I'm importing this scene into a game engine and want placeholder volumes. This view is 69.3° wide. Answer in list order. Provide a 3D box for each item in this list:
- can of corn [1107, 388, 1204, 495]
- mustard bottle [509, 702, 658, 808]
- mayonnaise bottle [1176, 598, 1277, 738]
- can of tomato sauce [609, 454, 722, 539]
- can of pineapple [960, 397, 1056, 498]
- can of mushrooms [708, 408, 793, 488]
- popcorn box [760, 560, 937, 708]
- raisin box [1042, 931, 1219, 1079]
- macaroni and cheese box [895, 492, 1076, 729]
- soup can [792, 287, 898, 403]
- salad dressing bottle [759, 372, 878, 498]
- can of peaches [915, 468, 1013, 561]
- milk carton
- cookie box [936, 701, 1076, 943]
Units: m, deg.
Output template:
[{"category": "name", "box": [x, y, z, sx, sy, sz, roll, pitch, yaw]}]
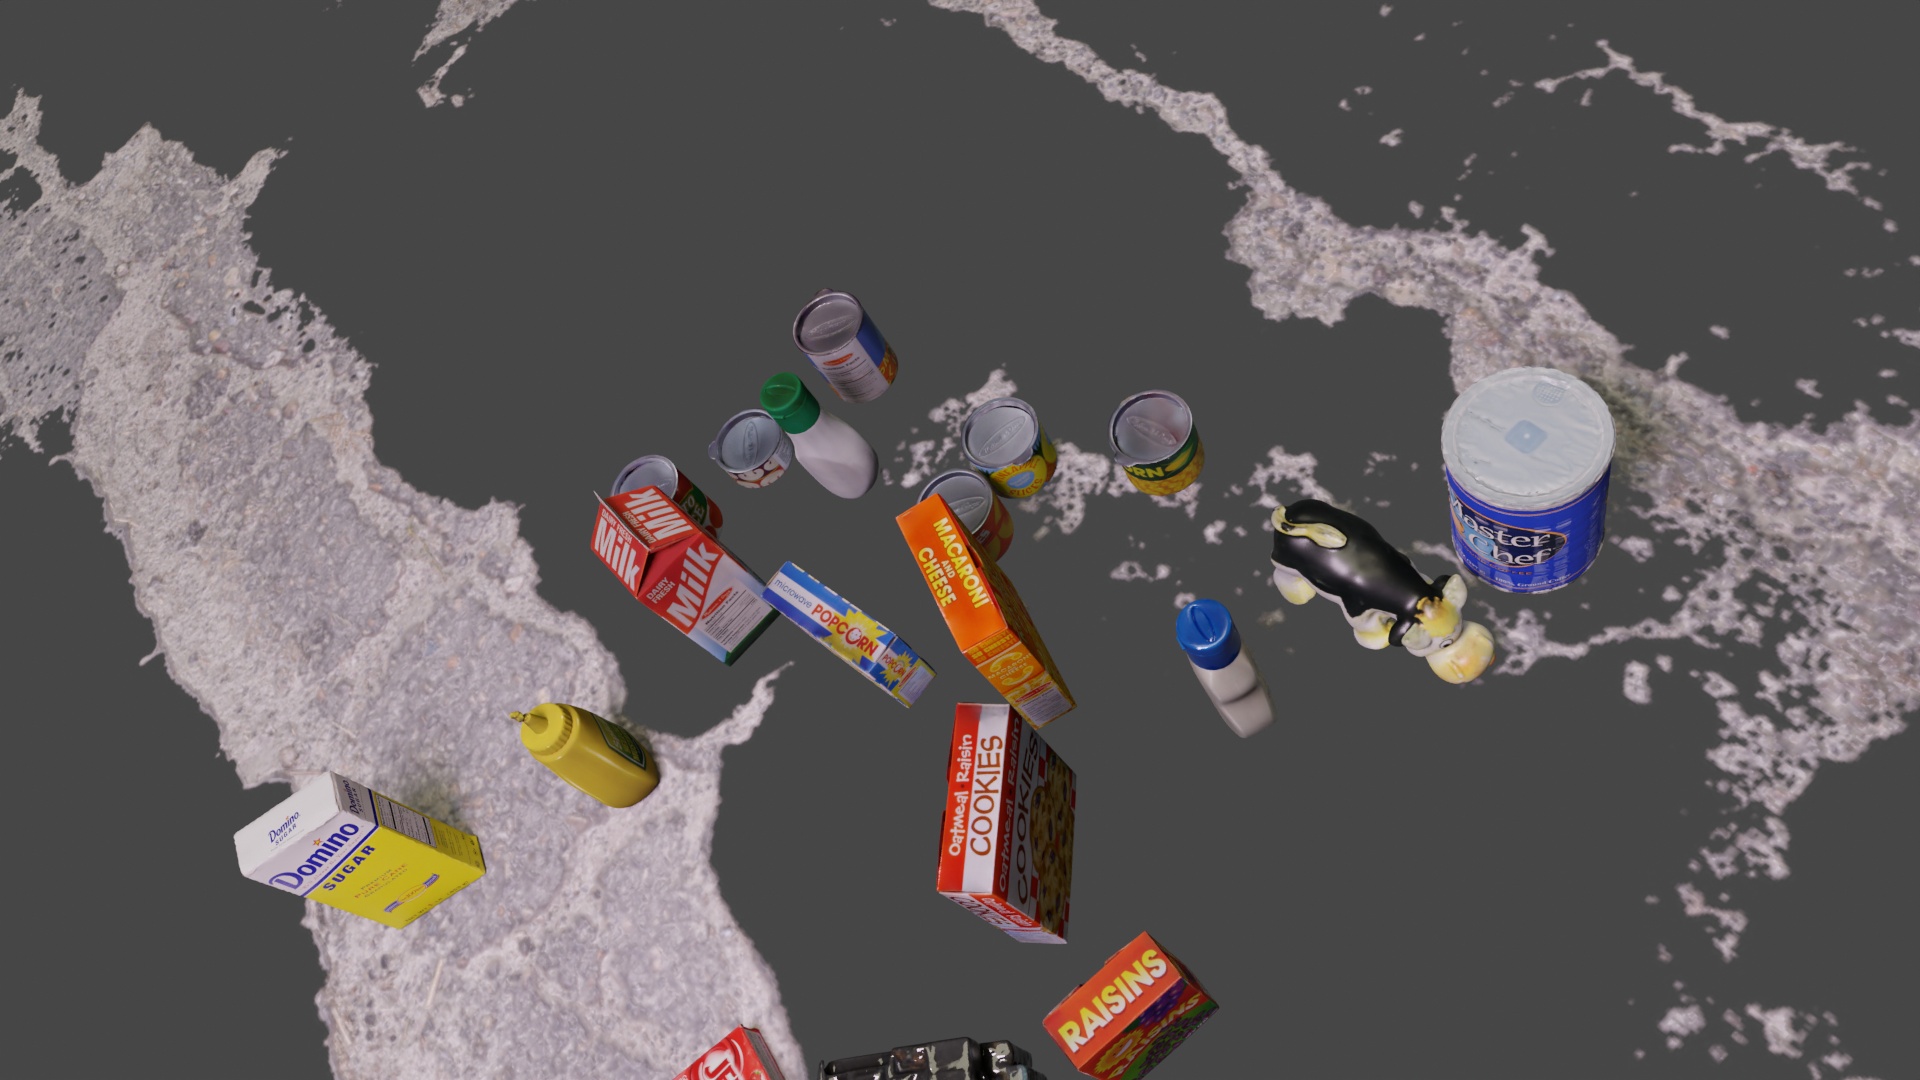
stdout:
[{"category": "can of corn", "box": [0.153, -0.074, 1.091, 0.071, 0.058, 0.071, -9, 62, 17]}, {"category": "mustard bottle", "box": [-0.299, 0.162, 1.089, 0.049, 0.159, 0.065, -40, 57, -1]}, {"category": "mayonnaise bottle", "box": [0.180, 0.084, 0.945, 0.041, 0.147, 0.065, -29, 58, 6]}, {"category": "can of tomato sauce", "box": [-0.255, -0.025, 1.213, 0.071, 0.083, 0.071, -9, 62, 18]}, {"category": "can of pineapple", "box": [0.041, -0.073, 1.136, 0.071, 0.057, 0.071, -9, 62, 17]}, {"category": "can of mushrooms", "box": [-0.187, -0.082, 1.245, 0.071, 0.033, 0.071, -9, 61, 17]}, {"category": "popcorn box", "box": [-0.088, 0.074, 1.095, 0.127, 0.085, 0.038, 32, 79, 31]}, {"category": "raisin box", "box": [0.110, 0.298, 0.877, 0.086, 0.123, 0.040, -41, 57, -2]}, {"category": "macaroni and cheese box", "box": [0.021, 0.054, 1.013, 0.040, 0.166, 0.124, -31, 57, 5]}, {"category": "soup can", "box": [-0.100, -0.172, 1.227, 0.071, 0.083, 0.071, -9, 62, 18]}, {"category": "salad dressing bottle", "box": [-0.117, -0.086, 1.152, 0.064, 0.147, 0.044, 6, 67, 24]}, {"category": "can of peaches", "box": [0.004, -0.014, 1.120, 0.071, 0.058, 0.071, -9, 62, 17]}, {"category": "milk carton", "box": [-0.224, 0.022, 1.113, 0.073, 0.190, 0.072, -47, 57, -5]}, {"category": "cookie box", "box": [0.035, 0.194, 0.935, 0.040, 0.167, 0.123, -4, 63, 20]}]
